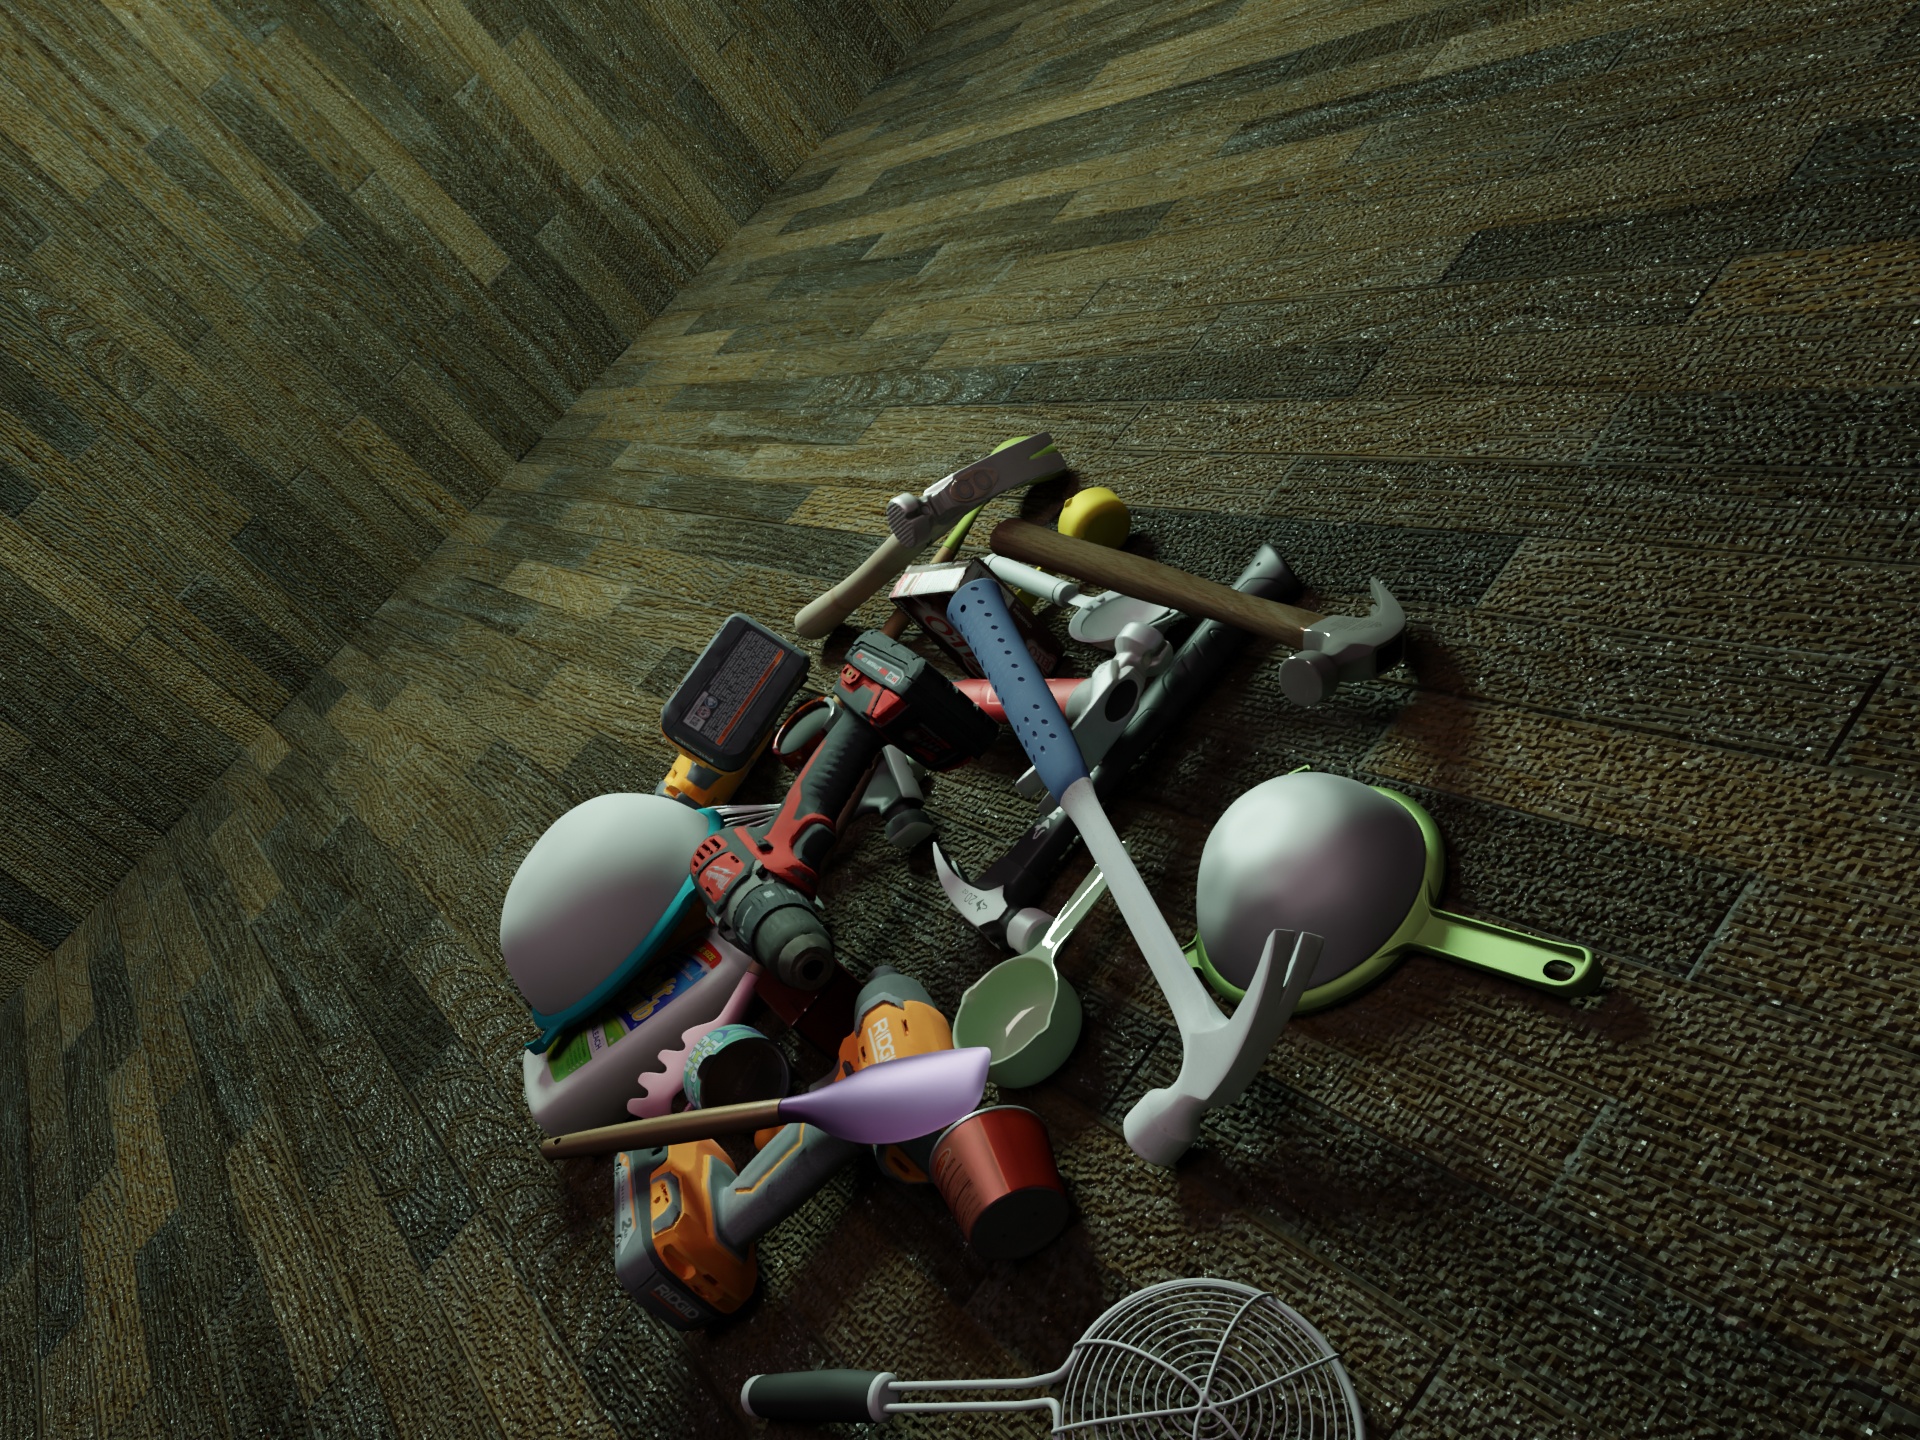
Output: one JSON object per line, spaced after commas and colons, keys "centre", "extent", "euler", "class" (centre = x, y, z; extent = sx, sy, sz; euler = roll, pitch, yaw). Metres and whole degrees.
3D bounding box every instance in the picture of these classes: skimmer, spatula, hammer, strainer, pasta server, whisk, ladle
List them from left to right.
{"centre": [-0.297, 0.107, 1.276], "extent": [0.211, 0.095, 0.341], "euler": [-46, 21, 4], "class": "strainer"}
{"centre": [-0.172, 0.117, 1.243], "extent": [0.337, 0.034, 0.127], "euler": [-36, 60, 21], "class": "hammer"}
{"centre": [-0.123, 0.232, 0.921], "extent": [0.316, 0.018, 0.060], "euler": [-15, 34, 27], "class": "spatula"}
{"centre": [-0.135, 0.155, 1.119], "extent": [0.040, 0.060, 0.316], "euler": [-7, 51, 57], "class": "pasta server"}
{"centre": [-0.131, 0.073, 1.277], "extent": [0.246, 0.058, 0.059], "euler": [-21, 5, 28], "class": "whisk"}
{"centre": [-0.052, -0.138, 1.336], "extent": [0.146, 0.038, 0.410], "euler": [-29, 1, -24], "class": "hammer"}
{"centre": [-0.016, -0.122, 1.408], "extent": [0.320, 0.062, 0.078], "euler": [-55, 26, -7], "class": "ladle"}
{"centre": [-0.002, -0.004, 1.176], "extent": [0.143, 0.038, 0.386], "euler": [-52, 23, -19], "class": "hammer"}
{"centre": [0.021, 0.334, 0.756], "extent": [0.363, 0.090, 0.127], "euler": [-27, 34, 47], "class": "skimmer"}
{"centre": [0.086, -0.092, 1.198], "extent": [0.087, 0.050, 0.259], "euler": [-33, 33, -19], "class": "strainer"}
{"centre": [0.075, 0.045, 0.916], "extent": [0.144, 0.035, 0.406], "euler": [-56, 38, 27], "class": "hammer"}
{"centre": [0.113, 0.010, 1.065], "extent": [0.335, 0.035, 0.146], "euler": [-49, 30, -11], "class": "hammer"}
{"centre": [0.143, -0.086, 1.039], "extent": [0.130, 0.031, 0.332], "euler": [-23, 32, -35], "class": "hammer"}
{"centre": [0.205, 0.085, 0.812], "extent": [0.151, 0.069, 0.256], "euler": [-52, 28, -15], "class": "strainer"}

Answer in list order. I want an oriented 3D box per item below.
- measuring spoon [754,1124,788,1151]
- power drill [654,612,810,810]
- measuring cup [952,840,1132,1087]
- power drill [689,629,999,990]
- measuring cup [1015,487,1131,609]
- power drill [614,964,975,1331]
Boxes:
{"centre": [-0.090, 0.243, 1.031], "extent": [0.117, 0.011, 0.021], "euler": [-37, 29, 12], "class": "measuring spoon"}
{"centre": [-0.185, -0.012, 1.348], "extent": [0.185, 0.084, 0.226], "euler": [-58, 0, -22], "class": "power drill"}
{"centre": [0.062, 0.146, 0.947], "extent": [0.167, 0.038, 0.083], "euler": [-52, 30, -19], "class": "measuring cup"}
{"centre": [-0.078, 0.063, 1.049], "extent": [0.227, 0.080, 0.188], "euler": [-51, 30, -3], "class": "power drill"}
{"centre": [0.078, -0.116, 1.272], "extent": [0.156, 0.062, 0.029], "euler": [-51, 42, 9], "class": "measuring cup"}
{"centre": [-0.100, 0.249, 0.969], "extent": [0.226, 0.084, 0.164], "euler": [-34, 30, 7], "class": "power drill"}
